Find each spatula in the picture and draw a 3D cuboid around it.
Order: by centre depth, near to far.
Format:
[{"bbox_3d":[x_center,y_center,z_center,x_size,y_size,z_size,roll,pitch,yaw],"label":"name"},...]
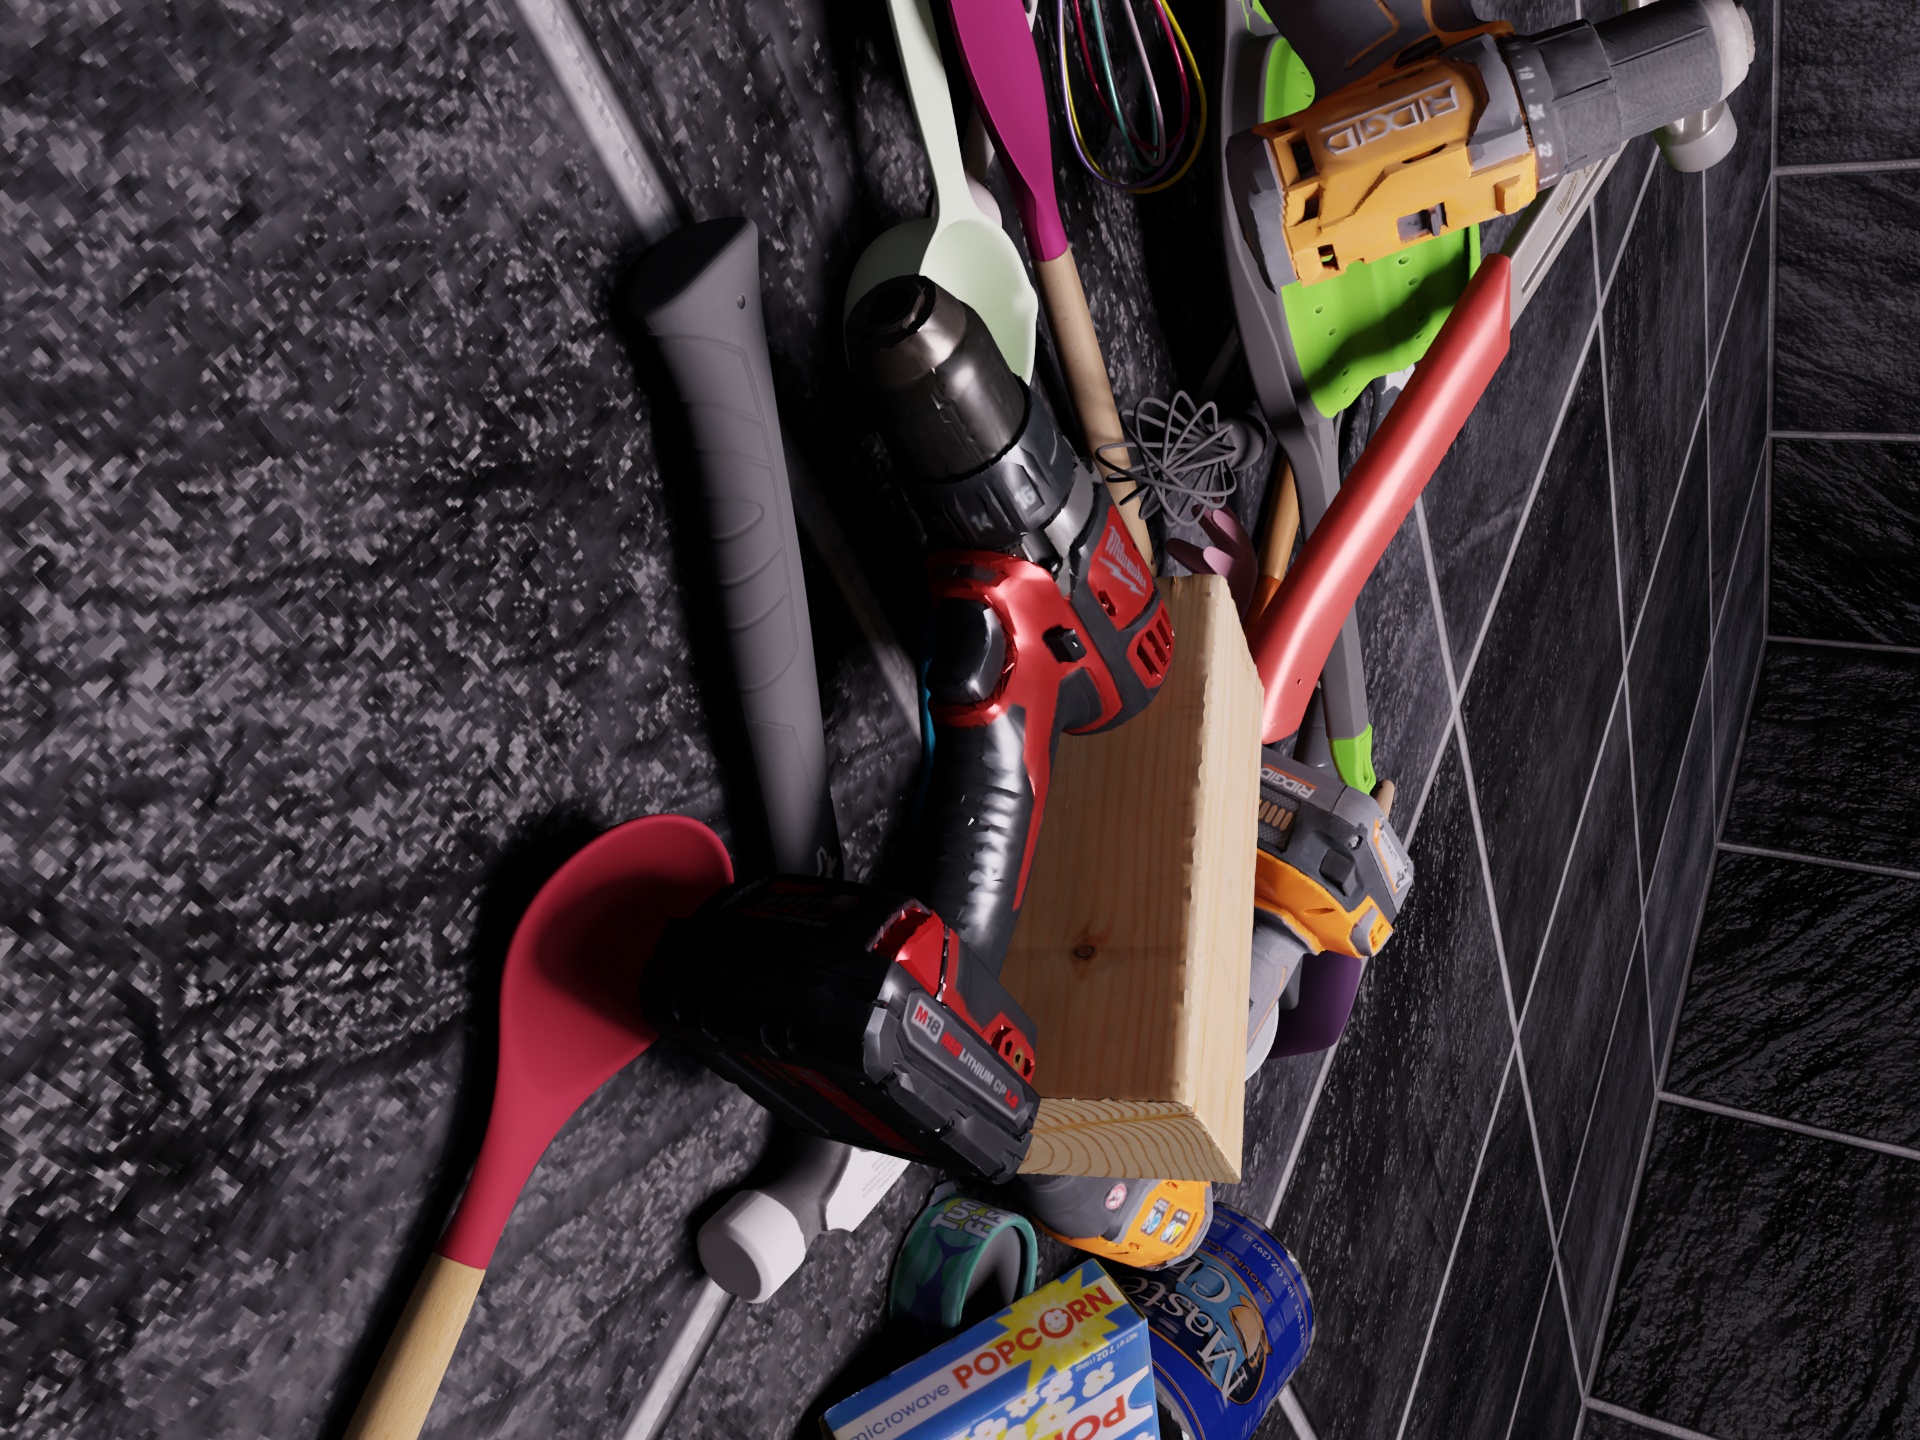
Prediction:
[{"bbox_3d":[0.179,-0.094,0.850,0.081,0.041,0.323,68,37,-71],"label":"spatula"},{"bbox_3d":[0.229,0.110,0.956,0.018,0.060,0.316,64,32,-14],"label":"spatula"}]

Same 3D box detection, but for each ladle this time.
[{"bbox_3d":[-0.141,0.168,0.416,0.069,0.031,0.315,40,65,-44],"label":"ladle"}]

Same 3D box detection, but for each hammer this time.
[{"bbox_3d":[-0.052,0.012,0.514,0.146,0.035,0.334,-35,126,-49],"label":"hammer"},{"bbox_3d":[0.207,-0.153,0.680,0.149,0.037,0.359,30,92,-42],"label":"hammer"},{"bbox_3d":[0.214,-0.039,0.905,0.149,0.036,0.409,39,61,-56],"label":"hammer"}]

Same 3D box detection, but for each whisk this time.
[{"bbox_3d":[0.047,-0.316,0.590,0.051,0.047,0.244,-50,133,-39],"label":"whisk"},{"bbox_3d":[0.107,-0.119,0.700,0.239,0.055,0.055,-34,126,-68],"label":"whisk"}]

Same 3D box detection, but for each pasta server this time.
[{"bbox_3d":[0.064,0.045,0.700,0.040,0.060,0.316,28,76,-10],"label":"pasta server"}]

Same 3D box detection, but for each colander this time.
[{"bbox_3d":[0.203,-0.154,0.759,0.204,0.094,0.397,-36,118,-62],"label":"colander"}]

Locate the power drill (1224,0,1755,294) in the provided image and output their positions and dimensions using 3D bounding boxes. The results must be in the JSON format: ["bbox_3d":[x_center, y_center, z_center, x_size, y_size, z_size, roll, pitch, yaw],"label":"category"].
[{"bbox_3d":[0.178,-0.293,0.613,0.084,0.185,0.226,33,44,-65],"label":"power drill"}]

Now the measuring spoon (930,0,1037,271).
[{"bbox_3d":[0.016,-0.222,0.582,0.034,0.018,0.124,29,72,-56],"label":"measuring spoon"}]

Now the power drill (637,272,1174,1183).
[{"bbox_3d":[-0.009,0.001,0.478,0.187,0.080,0.227,53,50,-48],"label":"power drill"}]

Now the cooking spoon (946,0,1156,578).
[{"bbox_3d":[0.039,-0.160,0.611,0.318,0.017,0.069,65,30,-49],"label":"cooking spoon"}]

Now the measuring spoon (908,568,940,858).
[{"bbox_3d":[-0.001,-0.002,0.602,0.042,0.021,0.128,-24,118,-54],"label":"measuring spoon"}]

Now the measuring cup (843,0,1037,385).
[{"bbox_3d":[-0.018,-0.173,0.526,0.083,0.038,0.167,-40,125,-48],"label":"measuring cup"}]

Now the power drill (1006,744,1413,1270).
[{"bbox_3d":[0.102,0.127,0.692,0.226,0.084,0.164,-58,146,-7],"label":"power drill"}]

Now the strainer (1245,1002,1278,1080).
[{"bbox_3d":[0.119,0.075,0.796,0.087,0.050,0.258,4,88,-15],"label":"strainer"}]
